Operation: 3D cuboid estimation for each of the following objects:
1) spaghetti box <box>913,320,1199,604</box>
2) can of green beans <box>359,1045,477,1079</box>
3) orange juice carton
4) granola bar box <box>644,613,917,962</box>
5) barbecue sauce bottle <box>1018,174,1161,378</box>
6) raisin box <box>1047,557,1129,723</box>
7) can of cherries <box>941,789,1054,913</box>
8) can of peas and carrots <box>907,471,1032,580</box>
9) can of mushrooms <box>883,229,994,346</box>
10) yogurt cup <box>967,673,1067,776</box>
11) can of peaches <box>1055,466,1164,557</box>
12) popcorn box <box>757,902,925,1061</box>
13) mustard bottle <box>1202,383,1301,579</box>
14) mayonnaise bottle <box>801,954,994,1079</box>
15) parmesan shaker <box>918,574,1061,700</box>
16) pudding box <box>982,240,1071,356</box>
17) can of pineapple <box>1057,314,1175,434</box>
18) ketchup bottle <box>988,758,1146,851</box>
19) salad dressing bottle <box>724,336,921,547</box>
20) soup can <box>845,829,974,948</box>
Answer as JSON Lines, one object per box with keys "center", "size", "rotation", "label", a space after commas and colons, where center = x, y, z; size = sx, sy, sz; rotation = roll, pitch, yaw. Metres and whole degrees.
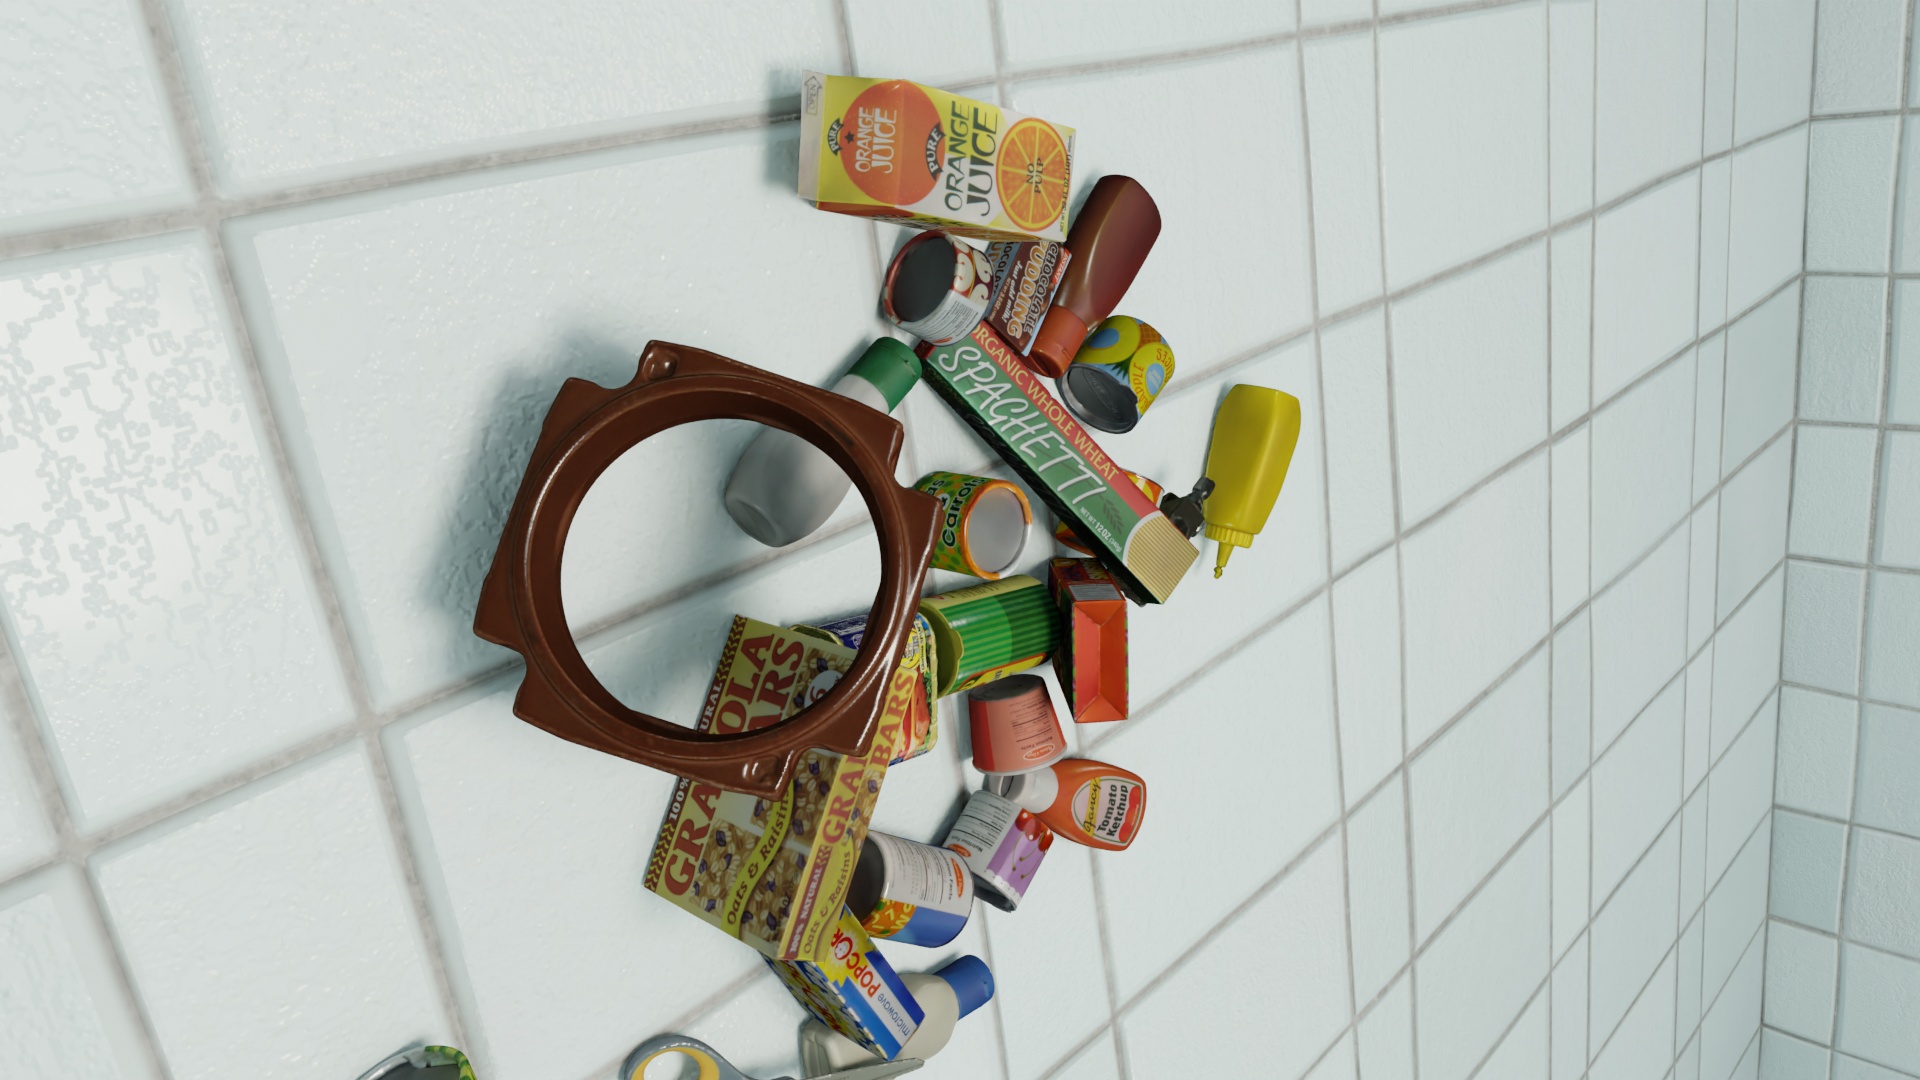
{"center": [0.066, -0.053, 0.932], "size": [0.249, 0.028, 0.050], "rotation": [44, 72, -21], "label": "spaghetti box"}
{"center": [-0.265, 0.294, 0.684], "size": [0.071, 0.071, 0.057], "rotation": [-32, 119, -38], "label": "can of green beans"}
{"center": [-0.021, -0.227, 0.834], "size": [0.193, 0.073, 0.071], "rotation": [-2, 99, -45], "label": "orange juice carton"}
{"center": [-0.102, 0.135, 0.779], "size": [0.039, 0.124, 0.165], "rotation": [26, 79, -47], "label": "granola bar box"}
{"center": [0.089, -0.183, 0.976], "size": [0.064, 0.043, 0.149], "rotation": [48, 64, -45], "label": "barbecue sauce bottle"}
{"center": [0.088, 0.067, 0.970], "size": [0.040, 0.123, 0.086], "rotation": [-3, 103, -2], "label": "raisin box"}
{"center": [0.025, 0.217, 0.968], "size": [0.058, 0.071, 0.071], "rotation": [-58, 132, -23], "label": "can of cherries"}
{"center": [0.003, -0.011, 0.908], "size": [0.071, 0.059, 0.070], "rotation": [-10, 105, -45], "label": "can of peas and carrots"}
{"center": [-0.015, -0.158, 0.859], "size": [0.033, 0.071, 0.071], "rotation": [19, 84, -45], "label": "can of mushrooms"}
{"center": [0.037, 0.127, 0.966], "size": [0.073, 0.072, 0.054], "rotation": [-21, 104, -42], "label": "yogurt cup"}
{"center": [0.106, -0.020, 1.009], "size": [0.071, 0.071, 0.058], "rotation": [27, 79, -45], "label": "can of peaches"}
{"center": [-0.085, 0.254, 0.847], "size": [0.038, 0.085, 0.126], "rotation": [-47, 126, -27], "label": "popcorn box"}
{"center": [0.230, -0.046, 1.135], "size": [0.049, 0.065, 0.160], "rotation": [12, 94, -41], "label": "mustard bottle"}
{"center": [-0.039, 0.327, 0.941], "size": [0.148, 0.041, 0.064], "rotation": [-16, 102, -44], "label": "mayonnaise bottle"}
{"center": [0.013, 0.063, 0.922], "size": [0.103, 0.071, 0.071], "rotation": [-12, 106, -44], "label": "parmesan shaker"}
{"center": [0.037, -0.171, 0.934], "size": [0.049, 0.030, 0.084], "rotation": [38, 71, -44], "label": "pudding box"}
{"center": [0.114, -0.119, 0.994], "size": [0.058, 0.071, 0.070], "rotation": [-52, 130, -26], "label": "can of pineapple"}
{"center": [0.080, 0.191, 1.036], "size": [0.149, 0.043, 0.065], "rotation": [24, 79, -45], "label": "ketchup bottle"}
{"center": [-0.078, -0.062, 0.828], "size": [0.148, 0.044, 0.064], "rotation": [-52, 128, -28], "label": "salad dressing bottle"}
{"center": [-0.044, 0.227, 0.901], "size": [0.083, 0.071, 0.071], "rotation": [27, 78, -44], "label": "soup can"}
